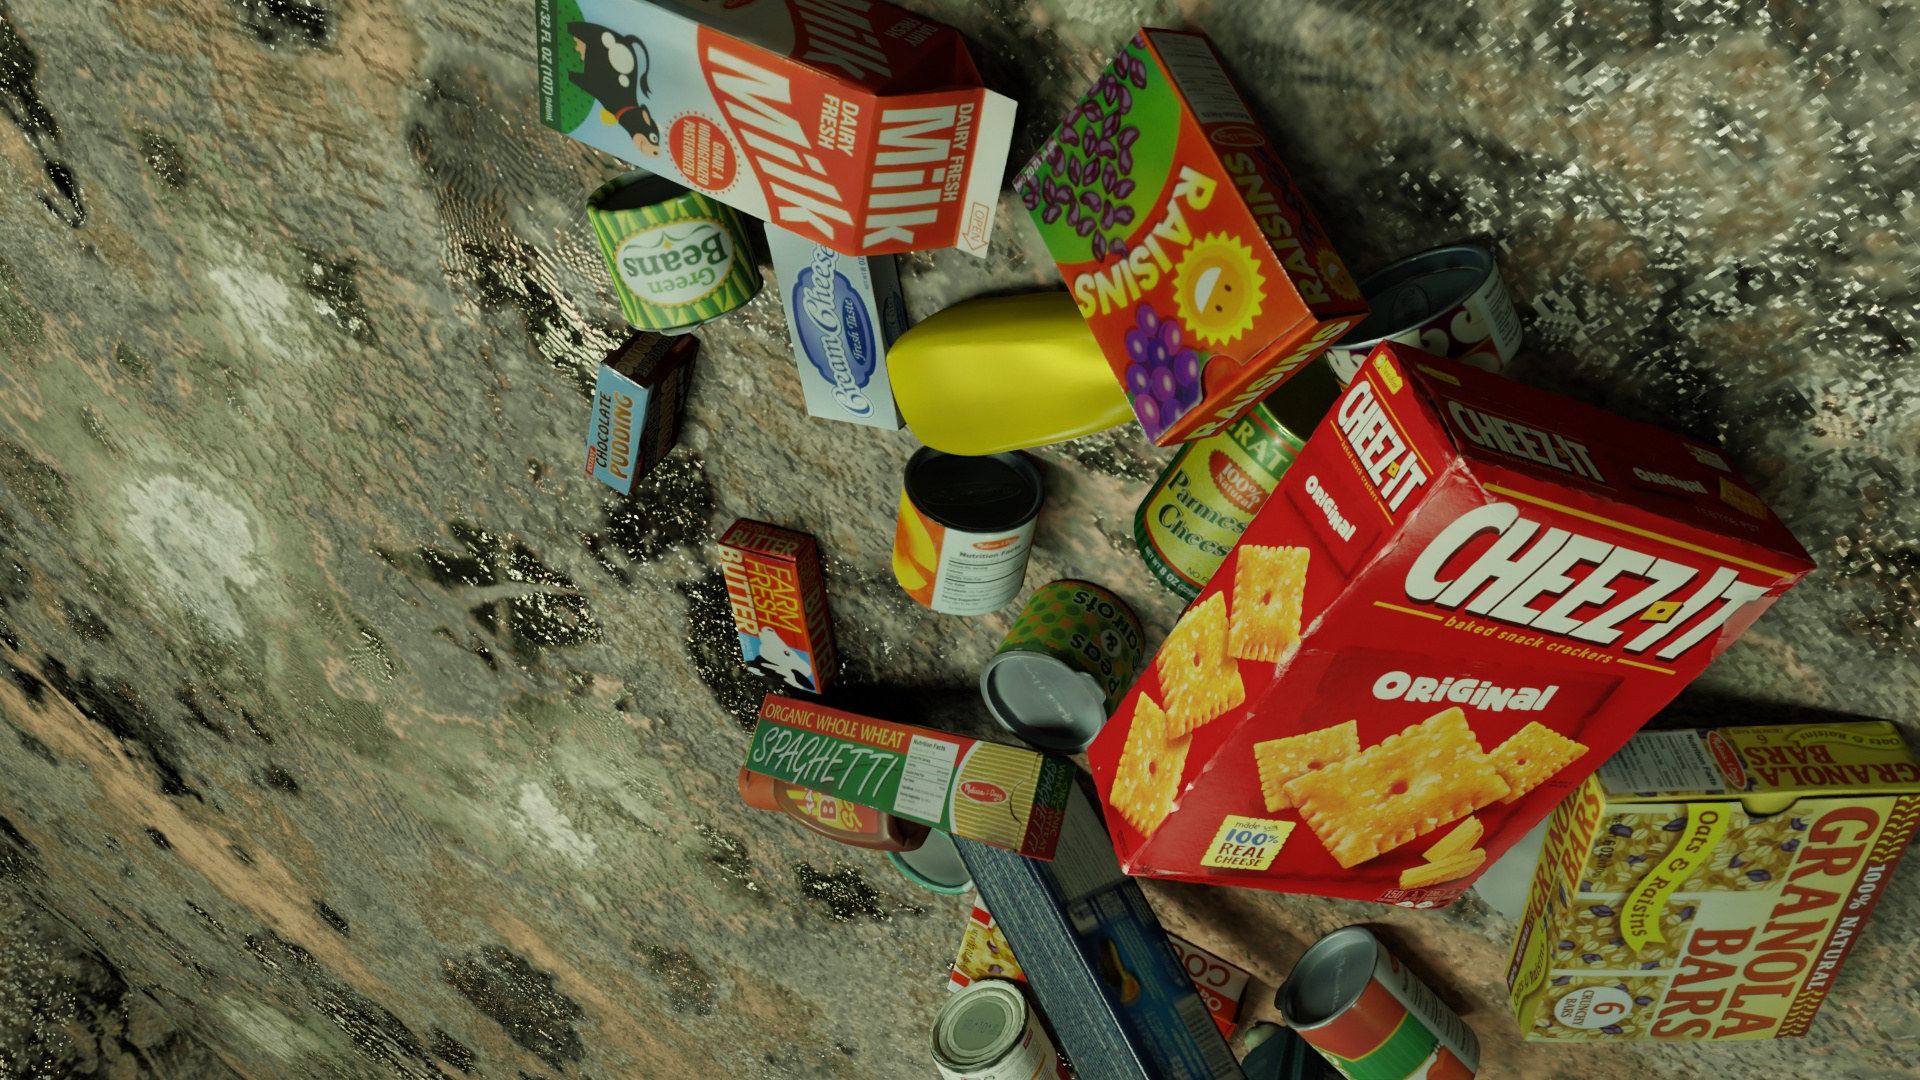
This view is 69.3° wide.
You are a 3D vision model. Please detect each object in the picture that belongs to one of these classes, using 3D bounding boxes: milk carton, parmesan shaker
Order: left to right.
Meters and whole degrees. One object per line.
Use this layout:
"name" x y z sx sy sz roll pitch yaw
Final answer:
"milk carton" -0.069 -0.176 0.552 0.191 0.074 0.072 25 135 12
"parmesan shaker" 0.123 -0.024 0.565 0.071 0.072 0.102 34 136 3

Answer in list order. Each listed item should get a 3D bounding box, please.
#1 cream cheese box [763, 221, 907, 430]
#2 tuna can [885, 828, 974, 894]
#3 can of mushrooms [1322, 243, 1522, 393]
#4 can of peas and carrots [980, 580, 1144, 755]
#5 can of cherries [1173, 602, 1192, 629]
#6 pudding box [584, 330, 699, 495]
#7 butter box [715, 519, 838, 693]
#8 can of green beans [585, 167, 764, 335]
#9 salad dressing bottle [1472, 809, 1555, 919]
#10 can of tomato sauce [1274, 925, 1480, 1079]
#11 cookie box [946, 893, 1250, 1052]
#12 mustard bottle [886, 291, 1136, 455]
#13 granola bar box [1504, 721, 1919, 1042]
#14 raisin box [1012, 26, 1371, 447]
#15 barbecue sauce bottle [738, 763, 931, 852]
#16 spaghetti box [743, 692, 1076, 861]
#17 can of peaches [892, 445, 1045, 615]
"cream cheese box" -0.053 -0.102 0.641 0.053 0.024 0.103 11 131 27
"tuna can" -0.015 0.183 0.852 0.071 0.033 0.070 17 133 19
"can of mushrooms" 0.162 -0.074 0.498 0.071 0.071 0.033 -14 119 39
"can of peas and carrots" 0.053 0.061 0.688 0.071 0.059 0.070 17 133 19
"can of cherries" 0.136 0.048 0.621 0.071 0.072 0.058 -21 112 42
"pudding box" -0.167 -0.069 0.722 0.030 0.050 0.083 30 136 4
"butter box" -0.103 0.039 0.792 0.053 0.024 0.103 14 132 23
"can of green beans" -0.129 -0.135 0.630 0.071 0.071 0.057 6 128 28
"salad dressing bottle" 0.261 0.104 0.605 0.064 0.044 0.146 15 131 17
"can of tomato sauce" 0.222 0.260 0.742 0.083 0.071 0.071 44 136 -8
"cookie box" 0.081 0.277 0.865 0.167 0.040 0.122 25 135 12
"mustard bottle" 0.047 -0.073 0.585 0.160 0.049 0.065 -2 122 33
"granola bar box" 0.309 0.149 0.582 0.124 0.039 0.164 -3 128 3
"raisin box" 0.079 -0.108 0.502 0.085 0.040 0.123 -41 69 45
"barbecue sauce bottle" -0.077 0.151 0.847 0.148 0.065 0.043 -5 157 45
"spaghetti box" -0.037 0.122 0.753 0.028 0.050 0.250 24 167 -38
"can of peaches" 0.002 -0.008 0.658 0.071 0.071 0.057 23 135 14
